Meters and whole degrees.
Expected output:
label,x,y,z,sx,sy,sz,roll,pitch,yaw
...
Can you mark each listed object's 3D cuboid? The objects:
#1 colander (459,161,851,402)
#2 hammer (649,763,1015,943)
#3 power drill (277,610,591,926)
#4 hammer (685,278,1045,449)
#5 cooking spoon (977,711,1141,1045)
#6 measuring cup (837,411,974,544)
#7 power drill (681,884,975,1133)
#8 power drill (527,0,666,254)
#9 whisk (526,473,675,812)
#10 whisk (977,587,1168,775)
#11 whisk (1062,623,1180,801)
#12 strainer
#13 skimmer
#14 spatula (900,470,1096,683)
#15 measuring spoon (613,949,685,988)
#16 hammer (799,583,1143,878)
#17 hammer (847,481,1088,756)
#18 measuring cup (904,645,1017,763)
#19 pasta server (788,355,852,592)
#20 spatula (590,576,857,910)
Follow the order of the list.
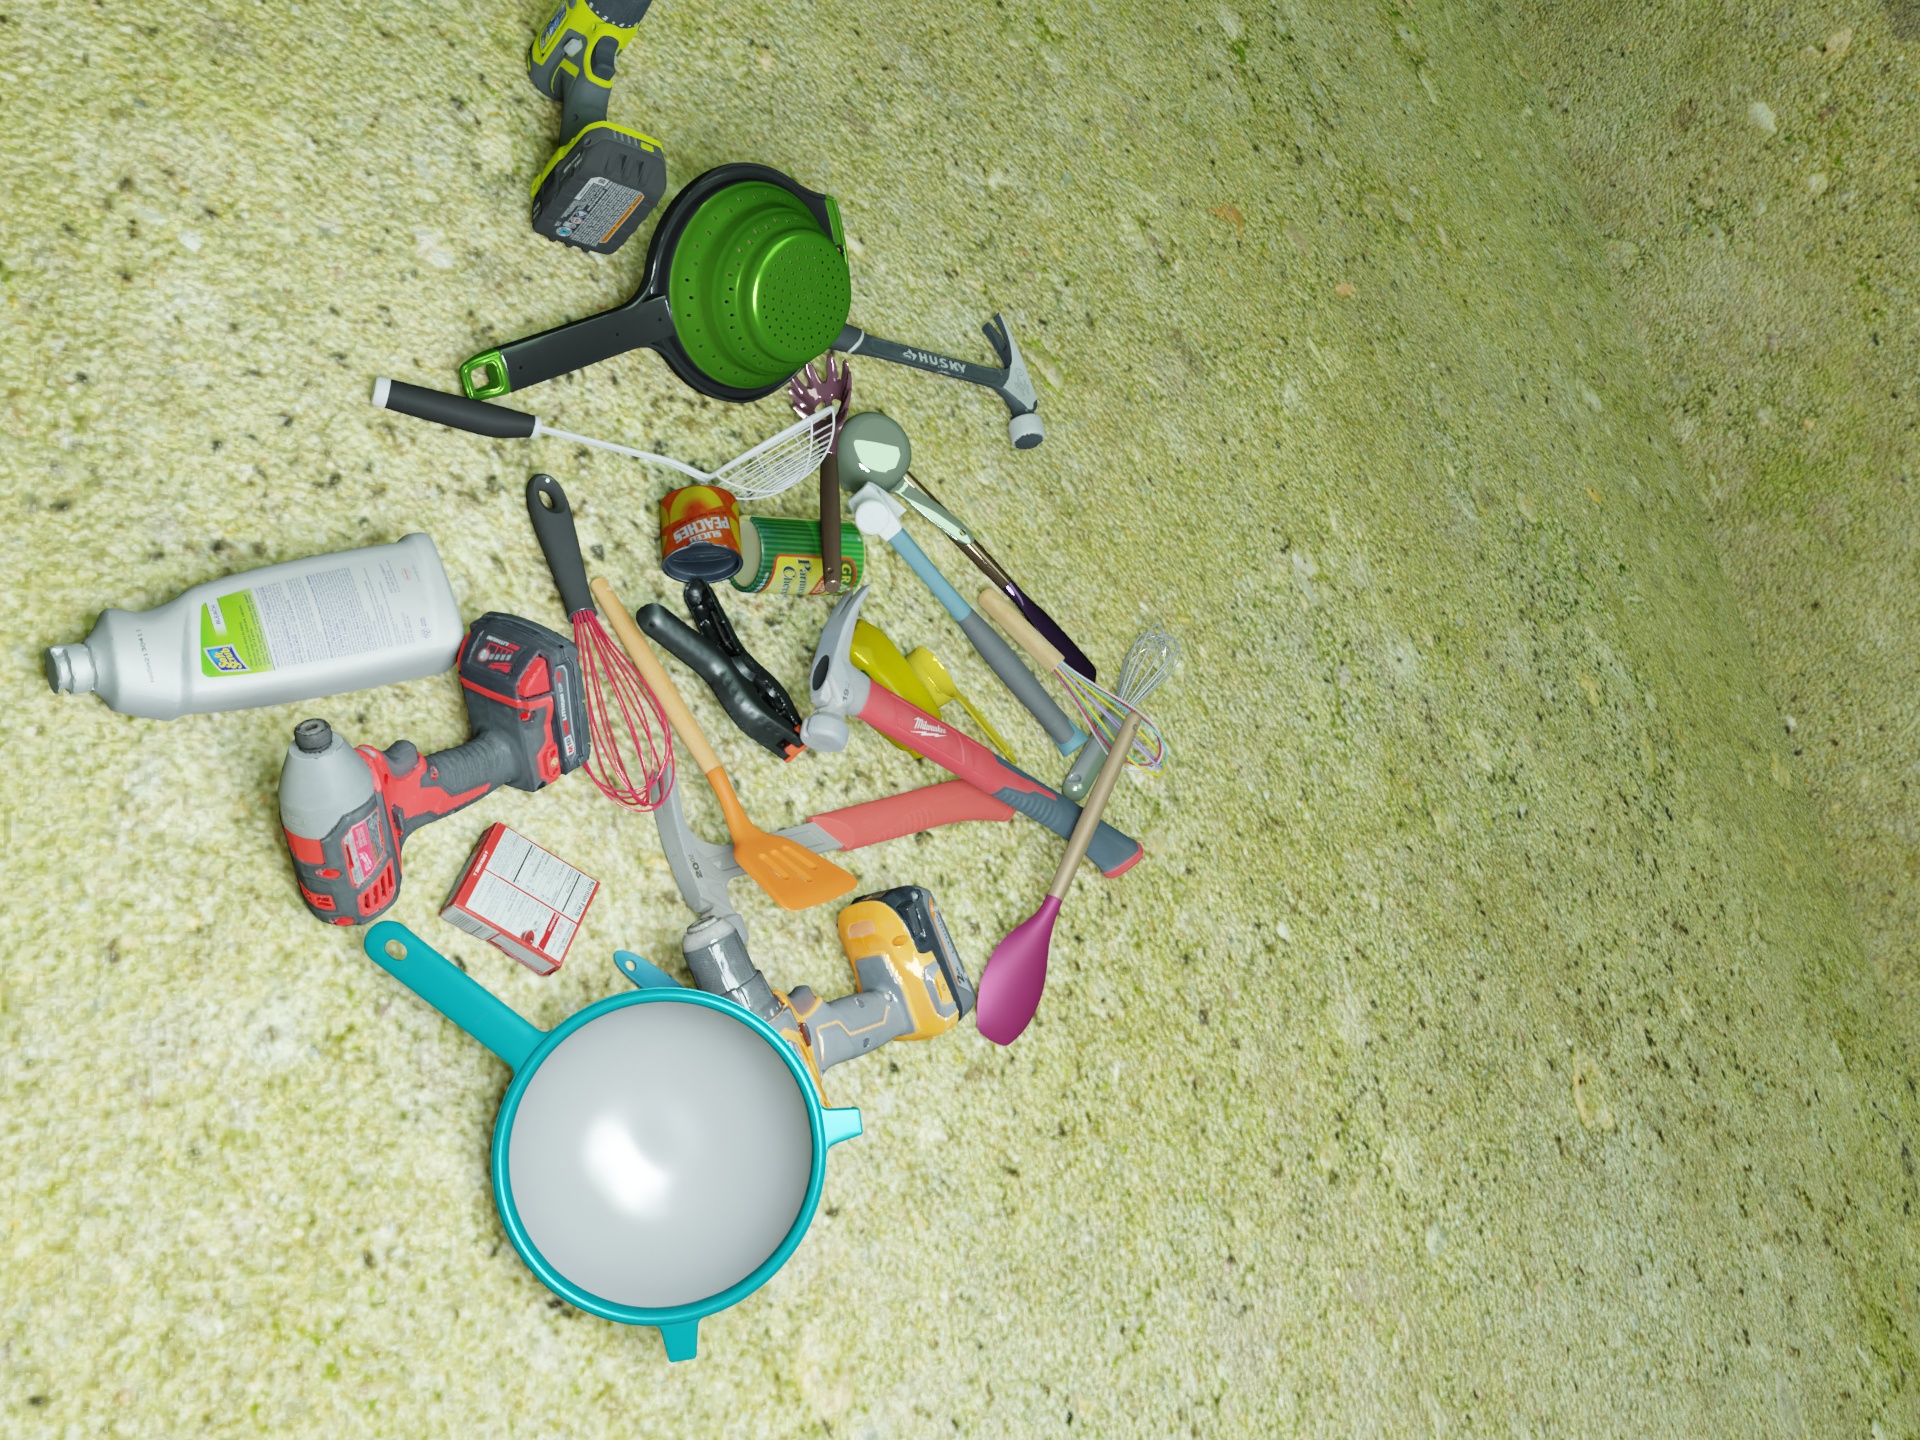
label,x,y,z,sx,sy,sz,roll,pitch,yaw
colander,-0.221,-0.335,1.325,0.397,0.095,0.204,-30,128,-33
hammer,-0.086,0.078,1.319,0.359,0.036,0.149,-13,77,-44
power drill,-0.350,0.022,1.048,0.079,0.143,0.220,20,39,24
hammer,-0.087,-0.370,1.552,0.408,0.036,0.149,6,64,-39
cooking spoon,0.092,0.132,1.384,0.068,0.017,0.319,36,70,-31
measuring cup,-0.047,-0.223,1.487,0.167,0.038,0.083,37,62,-11
power drill,-0.102,0.199,1.186,0.226,0.084,0.185,-31,100,-49
power drill,-0.302,-0.533,1.343,0.080,0.190,0.229,9,67,-37
whisk,-0.281,-0.063,1.209,0.073,0.073,0.296,-4,65,-42
whisk,0.107,-0.037,1.513,0.245,0.051,0.047,45,61,6
whisk,0.157,-0.009,1.570,0.246,0.058,0.059,-56,141,-38
strainer,-0.246,0.242,1.052,0.340,0.095,0.211,38,81,0
skimmer,-0.276,-0.248,1.274,0.363,0.127,0.090,10,82,-26
spatula,0.027,-0.150,1.544,0.315,0.018,0.060,45,23,-12
measuring spoon,-0.204,0.211,1.165,0.128,0.021,0.042,38,43,-8
hammer,0.026,0.030,1.375,0.386,0.038,0.143,31,58,-35
hammer,0.011,-0.088,1.460,0.330,0.033,0.128,49,8,-20
measuring cup,-0.002,-0.005,1.444,0.156,0.029,0.062,47,18,-30
pasta server,-0.116,-0.218,1.381,0.317,0.060,0.040,-96,172,-47
spatula,-0.195,0.014,1.210,0.081,0.041,0.323,-15,66,-51
